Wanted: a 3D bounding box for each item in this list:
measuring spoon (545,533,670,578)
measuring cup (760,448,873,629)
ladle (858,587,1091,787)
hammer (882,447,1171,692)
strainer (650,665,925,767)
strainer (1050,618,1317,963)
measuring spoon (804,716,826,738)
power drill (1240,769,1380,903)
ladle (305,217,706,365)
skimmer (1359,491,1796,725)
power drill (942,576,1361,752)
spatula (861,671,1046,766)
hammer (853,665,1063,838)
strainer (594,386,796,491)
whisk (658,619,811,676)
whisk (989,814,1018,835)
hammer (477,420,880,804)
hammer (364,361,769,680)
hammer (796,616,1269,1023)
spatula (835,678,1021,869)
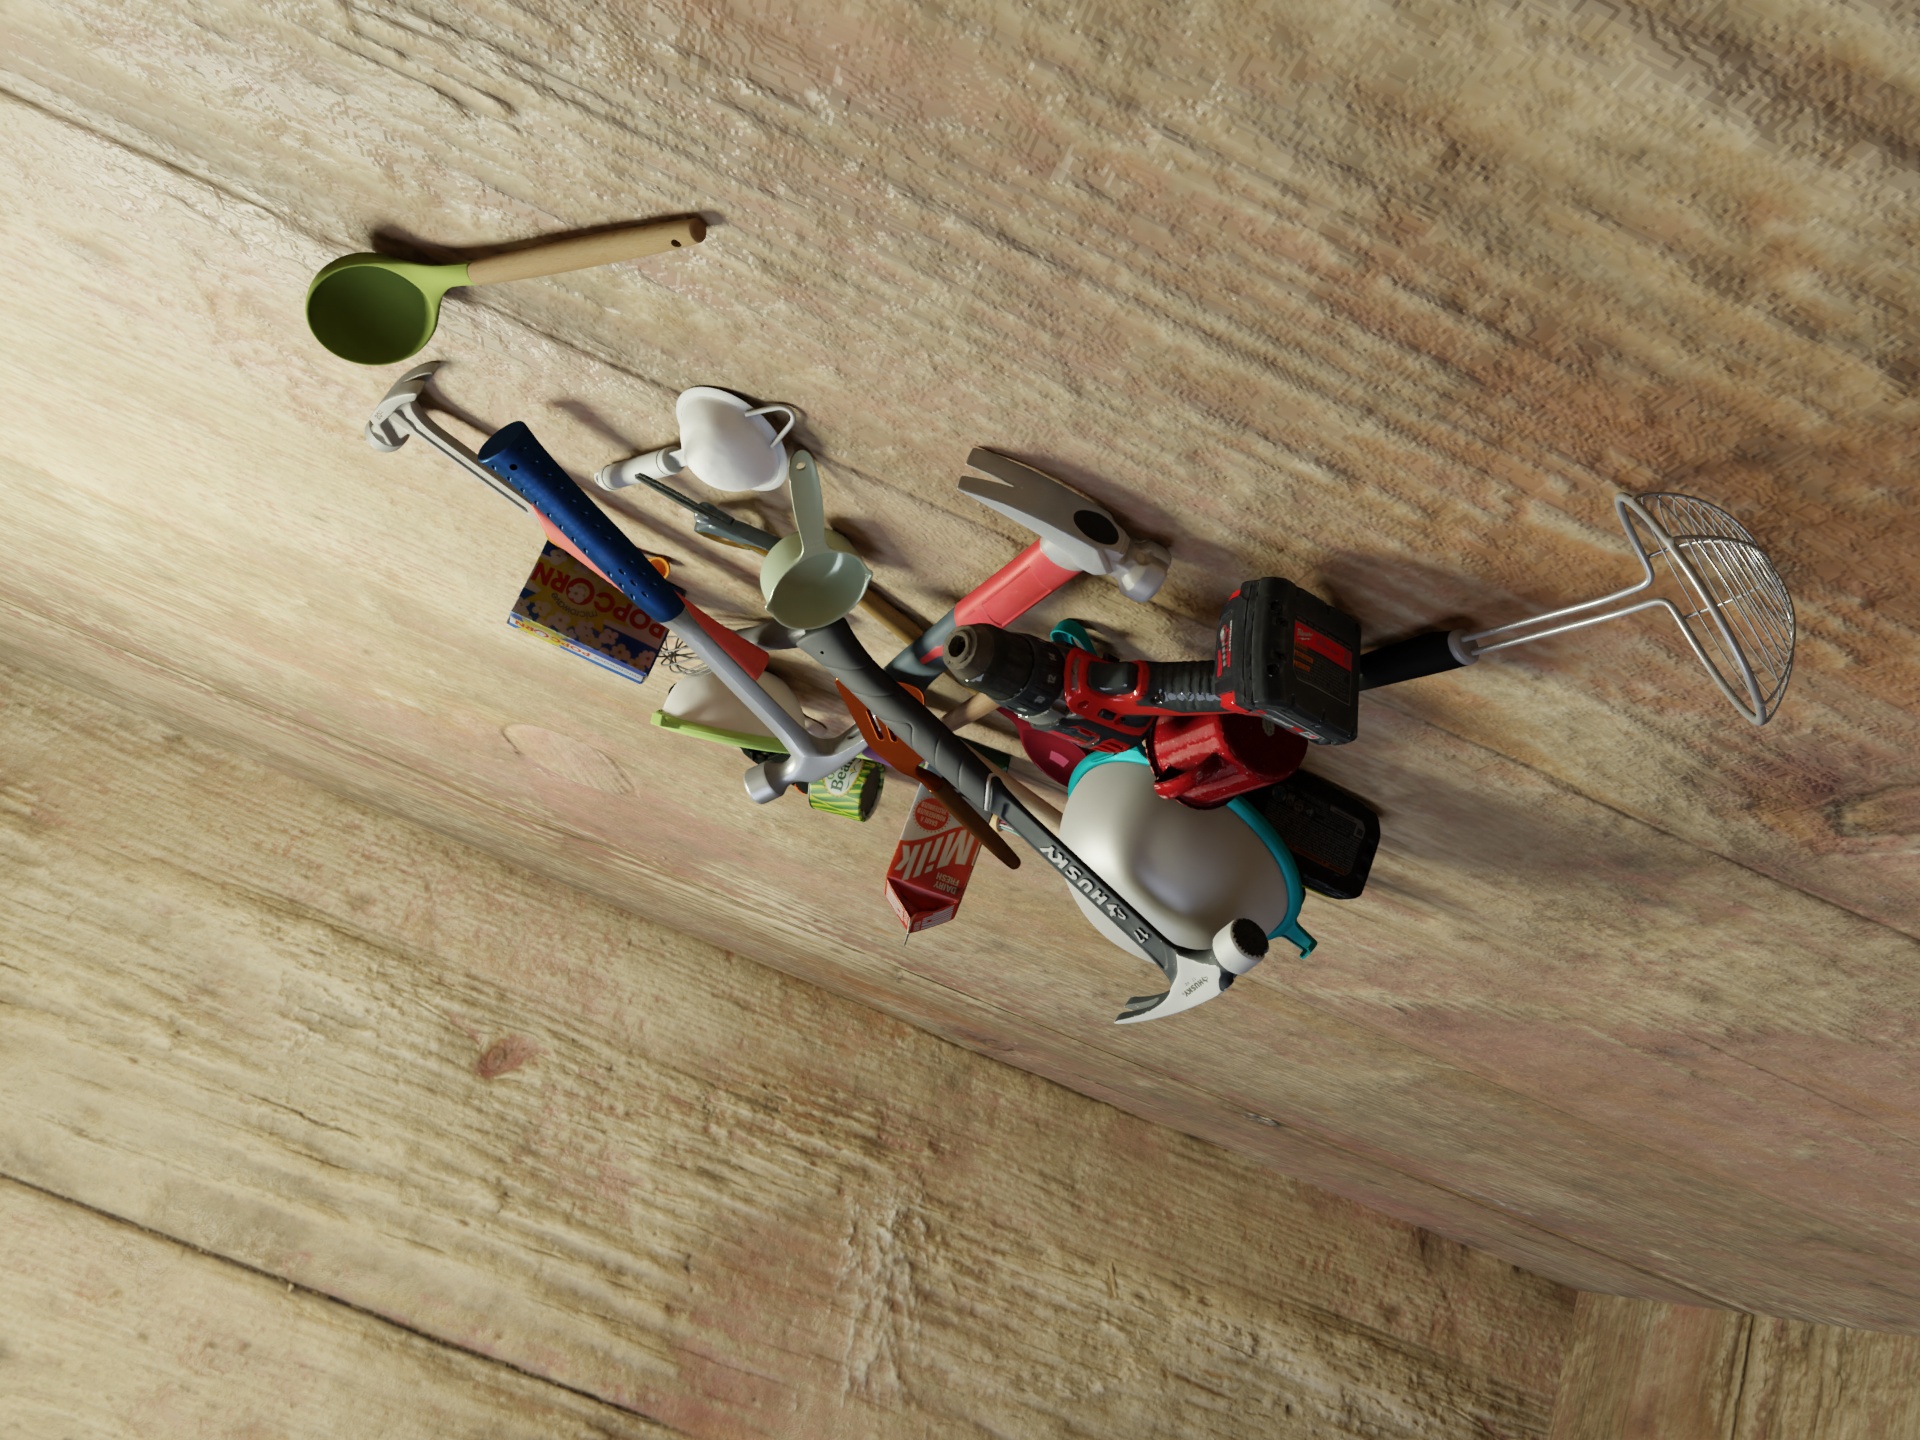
[{"bbox_3d":[-0.295,-0.142,1.332,0.117,0.021,0.011,18,-156,11],"label":"measuring spoon"},{"bbox_3d":[-0.109,-0.134,1.116,0.167,0.083,0.038,87,158,-50],"label":"measuring cup"},{"bbox_3d":[0.010,-0.030,1.303,0.069,0.031,0.315,-3,148,46],"label":"ladle"},{"bbox_3d":[-0.005,-0.076,1.134,0.143,0.038,0.386,27,156,-15],"label":"hammer"},{"bbox_3d":[-0.154,-0.007,1.478,0.256,0.069,0.151,10,-176,-2],"label":"strainer"},{"bbox_3d":[0.126,0.080,1.215,0.211,0.095,0.340,7,137,44],"label":"strainer"},{"bbox_3d":[-0.179,-0.010,1.568,0.034,0.018,0.124,4,155,41],"label":"measuring spoon"},{"bbox_3d":[0.253,0.109,1.355,0.190,0.080,0.228,27,163,-13],"label":"power drill"},{"bbox_3d":[-0.271,-0.256,0.932,0.320,0.062,0.078,3,157,36],"label":"ladle"},{"bbox_3d":[0.300,-0.038,0.876,0.127,0.090,0.363,58,157,-6],"label":"skimmer"},{"bbox_3d":[0.119,-0.031,1.011,0.227,0.080,0.187,-7,162,41],"label":"power drill"},{"bbox_3d":[-0.002,-0.004,1.268,0.059,0.018,0.316,22,156,-22],"label":"spatula"},{"bbox_3d":[0.085,0.091,1.395,0.410,0.038,0.146,36,160,0],"label":"hammer"},{"bbox_3d":[-0.196,-0.177,1.094,0.258,0.050,0.086,0,137,53],"label":"strainer"},{"bbox_3d":[-0.188,-0.071,1.375,0.239,0.055,0.055,-6,148,44],"label":"whisk"},{"bbox_3d":[0.061,0.112,1.617,0.245,0.051,0.047,12,165,32],"label":"whisk"},{"bbox_3d":[-0.213,-0.080,1.237,0.144,0.035,0.405,-25,131,19],"label":"hammer"},{"bbox_3d":[-0.293,-0.141,1.246,0.358,0.037,0.149,37,156,-24],"label":"hammer"},{"bbox_3d":[0.035,0.069,1.189,0.409,0.036,0.149,43,133,2],"label":"hammer"},{"bbox_3d":[-0.009,0.055,1.352,0.081,0.041,0.322,7,157,29],"label":"spatula"}]
